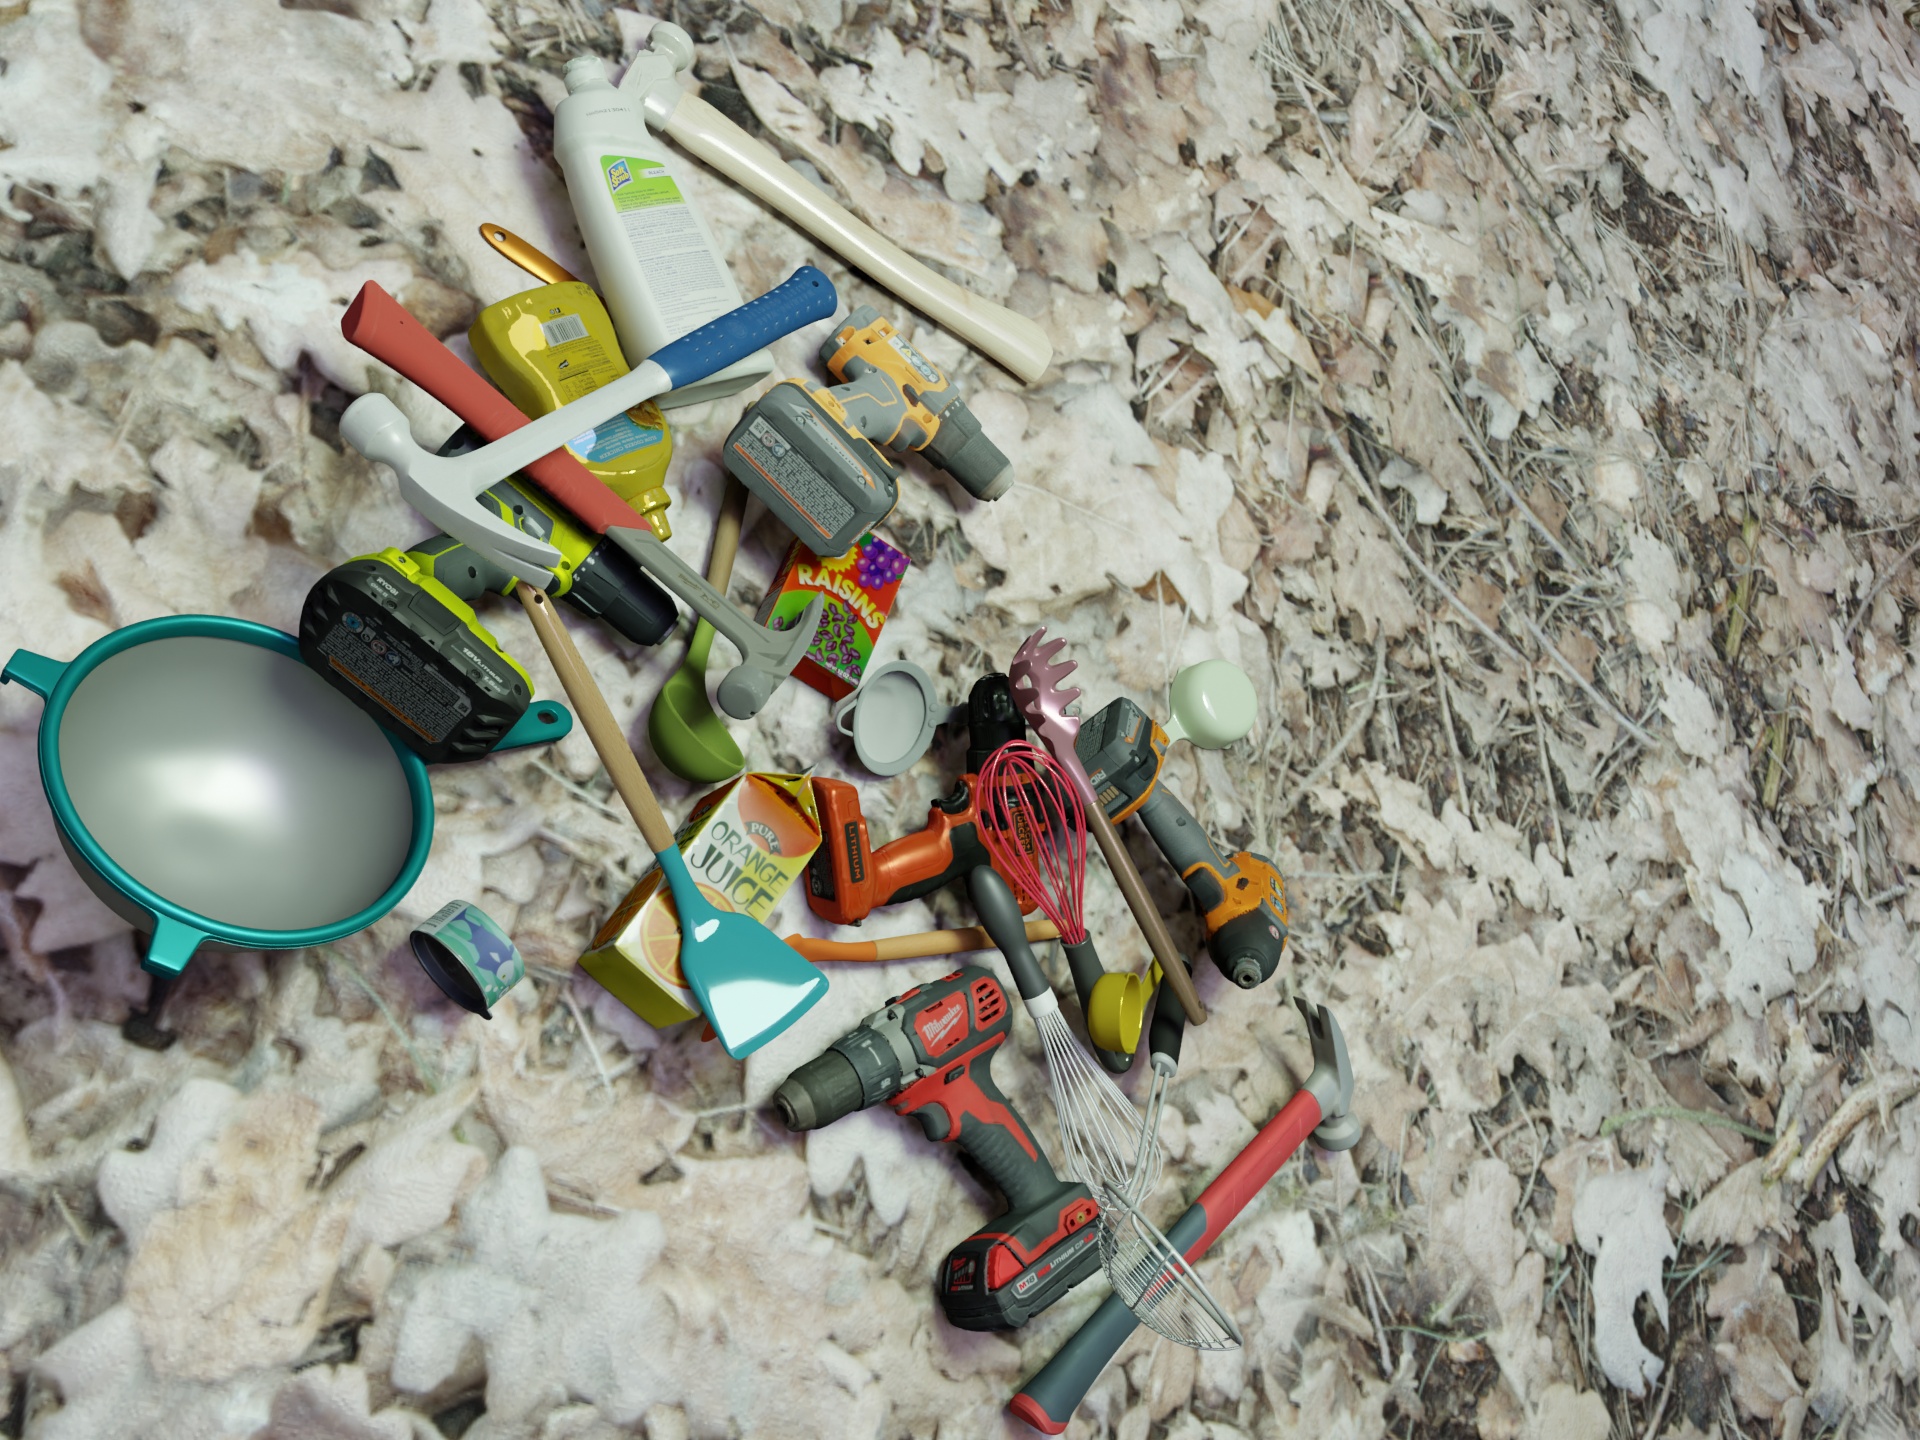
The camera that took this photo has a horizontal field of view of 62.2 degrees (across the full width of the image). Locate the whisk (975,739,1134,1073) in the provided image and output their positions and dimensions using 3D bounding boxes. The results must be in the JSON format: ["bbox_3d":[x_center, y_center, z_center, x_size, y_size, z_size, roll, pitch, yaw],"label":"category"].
[{"bbox_3d":[0.079,0.143,1.162,0.073,0.073,0.295,-39,121,-36],"label":"whisk"}]

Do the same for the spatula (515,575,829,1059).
[{"bbox_3d":[-0.186,0.054,0.968,0.082,0.044,0.317,-35,107,-32],"label":"spatula"}]

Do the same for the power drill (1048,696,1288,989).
[{"bbox_3d":[0.171,0.103,1.234,0.226,0.084,0.164,47,21,-10],"label":"power drill"}]

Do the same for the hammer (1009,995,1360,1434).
[{"bbox_3d":[0.172,0.368,1.180,0.386,0.038,0.143,-36,121,-33],"label":"hammer"}]

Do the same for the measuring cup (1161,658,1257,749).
[{"bbox_3d":[0.191,0.003,1.342,0.167,0.038,0.083,-33,92,-37],"label":"measuring cup"}]

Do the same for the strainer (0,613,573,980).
[{"bbox_3d":[-0.379,0.042,0.943,0.340,0.095,0.211,-15,69,-56],"label":"strainer"}]

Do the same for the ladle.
[{"bbox_3d":[-0.165,-0.102,1.141,0.078,0.062,0.320,41,48,-47],"label":"ladle"}]

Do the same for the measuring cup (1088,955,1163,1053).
[{"bbox_3d":[0.127,0.196,1.184,0.156,0.029,0.062,-37,125,-65],"label":"measuring cup"}]

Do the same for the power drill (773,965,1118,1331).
[{"bbox_3d":[-0.011,0.300,1.090,0.188,0.080,0.227,-22,84,-36],"label":"power drill"}]

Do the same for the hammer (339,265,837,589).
[{"bbox_3d":[-0.202,-0.218,1.045,0.144,0.035,0.405,44,44,1],"label":"hammer"}]

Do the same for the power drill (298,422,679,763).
[{"bbox_3d":[-0.287,-0.077,1.007,0.190,0.080,0.229,41,34,-13],"label":"power drill"}]

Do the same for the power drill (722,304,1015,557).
[{"bbox_3d":[-0.058,-0.206,1.202,0.185,0.084,0.226,44,37,-7],"label":"power drill"}]

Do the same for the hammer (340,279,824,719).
[{"bbox_3d":[-0.245,-0.153,1.040,0.359,0.036,0.149,41,31,-12],"label":"hammer"}]

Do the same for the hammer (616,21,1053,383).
[{"bbox_3d":[-0.098,-0.391,1.295,0.410,0.038,0.146,30,61,-21],"label":"hammer"}]

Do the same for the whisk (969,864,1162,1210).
[{"bbox_3d":[0.070,0.232,1.153,0.070,0.070,0.284,-30,100,-36],"label":"whisk"}]

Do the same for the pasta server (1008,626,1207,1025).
[{"bbox_3d":[0.112,0.082,1.159,0.060,0.040,0.316,-35,100,-52],"label":"pasta server"}]

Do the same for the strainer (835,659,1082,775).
[{"bbox_3d":[-0.002,-0.004,1.221,0.258,0.050,0.087,-1,101,-39],"label":"strainer"}]

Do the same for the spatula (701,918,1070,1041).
[{"bbox_3d":[-0.040,0.169,1.132,0.322,0.081,0.041,-1,43,-37],"label":"spatula"}]

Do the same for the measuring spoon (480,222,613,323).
[{"bbox_3d":[-0.296,-0.328,1.161,0.116,0.011,0.021,31,59,-20],"label":"measuring spoon"}]

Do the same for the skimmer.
[{"bbox_3d":[0.160,0.277,1.115,0.127,0.090,0.363,54,29,-19],"label":"skimmer"}]
